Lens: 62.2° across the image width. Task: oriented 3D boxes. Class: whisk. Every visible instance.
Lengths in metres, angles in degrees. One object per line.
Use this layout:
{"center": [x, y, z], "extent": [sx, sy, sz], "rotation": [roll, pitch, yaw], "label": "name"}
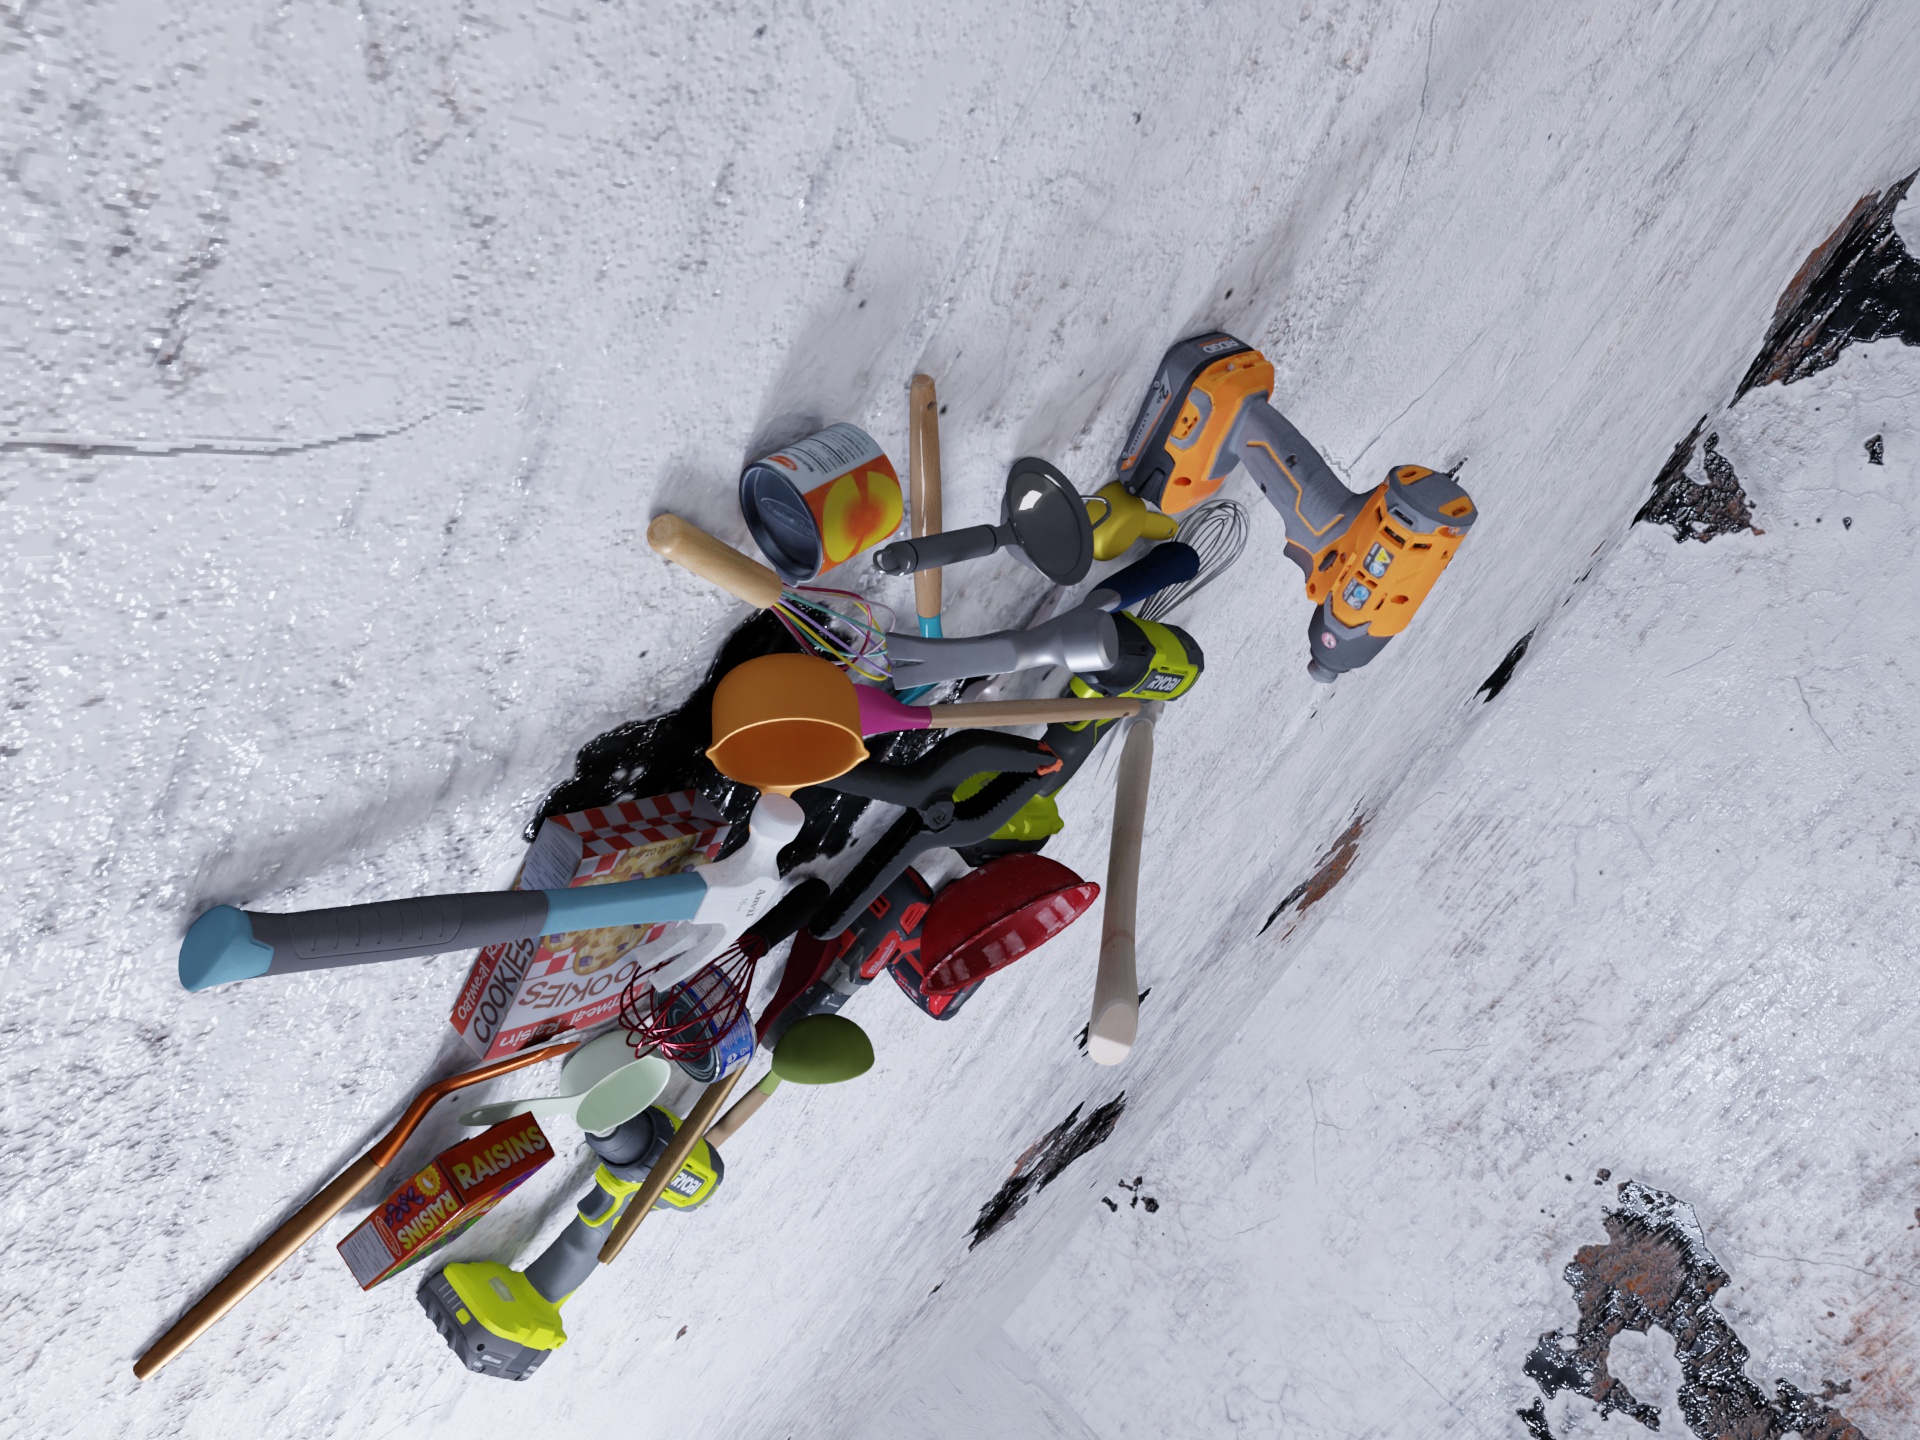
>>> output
{"center": [-0.148, 0.158, 1.078], "extent": [0.073, 0.073, 0.296], "rotation": [-55, 173, 19], "label": "whisk"}
{"center": [0.148, -0.080, 1.293], "extent": [0.059, 0.058, 0.246], "rotation": [26, 112, -30], "label": "whisk"}
{"center": [-0.099, -0.069, 0.887], "extent": [0.244, 0.051, 0.047], "rotation": [28, 73, -62], "label": "whisk"}

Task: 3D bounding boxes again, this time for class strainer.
{"center": [0.017, -0.111, 0.961], "extent": [0.050, 0.087, 0.258], "rotation": [-21, -179, 32], "label": "strainer"}

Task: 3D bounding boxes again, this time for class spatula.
{"center": [-0.376, 0.296, 0.987], "extent": [0.322, 0.041, 0.081], "rotation": [-42, 173, -7], "label": "spatula"}
{"center": [-0.029, -0.092, 0.989], "extent": [0.082, 0.044, 0.317], "rotation": [-34, 149, -25], "label": "spatula"}

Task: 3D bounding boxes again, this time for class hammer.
{"center": [0.131, 0.121, 1.298], "extent": [0.411, 0.038, 0.146], "rotation": [-76, -175, -53], "label": "hammer"}
{"center": [0.087, -0.079, 1.072], "extent": [0.405, 0.144, 0.035], "rotation": [-31, 113, -64], "label": "hammer"}
{"center": [-0.237, 0.103, 0.847], "extent": [0.330, 0.033, 0.128], "rotation": [-1, 129, -44], "label": "hammer"}

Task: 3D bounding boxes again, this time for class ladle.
{"center": [-0.163, 0.319, 1.295], "extent": [0.078, 0.062, 0.320], "rotation": [-11, 155, -38], "label": "ladle"}
{"center": [-0.178, 0.272, 1.201], "extent": [0.315, 0.031, 0.069], "rotation": [-56, -159, -9], "label": "ladle"}

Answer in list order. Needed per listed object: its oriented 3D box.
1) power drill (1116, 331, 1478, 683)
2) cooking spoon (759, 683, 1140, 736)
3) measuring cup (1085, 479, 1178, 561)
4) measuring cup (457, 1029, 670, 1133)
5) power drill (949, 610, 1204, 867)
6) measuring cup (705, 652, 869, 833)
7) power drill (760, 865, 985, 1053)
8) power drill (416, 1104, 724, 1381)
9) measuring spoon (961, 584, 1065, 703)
{"center": [0.216, -0.138, 1.070], "extent": [0.084, 0.227, 0.164], "rotation": [-25, 149, -41], "label": "power drill"}
{"center": [-0.002, -0.003, 1.069], "extent": [0.318, 0.017, 0.068], "rotation": [-3, 145, -35], "label": "cooking spoon"}
{"center": [0.135, -0.141, 1.179], "extent": [0.156, 0.029, 0.062], "rotation": [-1, 130, -58], "label": "measuring cup"}
{"center": [-0.278, 0.252, 1.100], "extent": [0.167, 0.038, 0.083], "rotation": [4, 127, -49], "label": "measuring cup"}
{"center": [0.074, 0.010, 1.225], "extent": [0.223, 0.080, 0.171], "rotation": [-49, 156, 20], "label": "power drill"}
{"center": [-0.112, 0.017, 0.966], "extent": [0.095, 0.052, 0.173], "rotation": [1, 153, -15], "label": "measuring cup"}
{"center": [-0.063, 0.205, 1.344], "extent": [0.188, 0.080, 0.226], "rotation": [-51, 154, 9], "label": "power drill"}
{"center": [-0.300, 0.392, 1.232], "extent": [0.228, 0.080, 0.190], "rotation": [-45, 153, -11], "label": "power drill"}
{"center": [0.037, -0.054, 1.180], "extent": [0.124, 0.018, 0.034], "rotation": [-55, 157, 1], "label": "measuring spoon"}
